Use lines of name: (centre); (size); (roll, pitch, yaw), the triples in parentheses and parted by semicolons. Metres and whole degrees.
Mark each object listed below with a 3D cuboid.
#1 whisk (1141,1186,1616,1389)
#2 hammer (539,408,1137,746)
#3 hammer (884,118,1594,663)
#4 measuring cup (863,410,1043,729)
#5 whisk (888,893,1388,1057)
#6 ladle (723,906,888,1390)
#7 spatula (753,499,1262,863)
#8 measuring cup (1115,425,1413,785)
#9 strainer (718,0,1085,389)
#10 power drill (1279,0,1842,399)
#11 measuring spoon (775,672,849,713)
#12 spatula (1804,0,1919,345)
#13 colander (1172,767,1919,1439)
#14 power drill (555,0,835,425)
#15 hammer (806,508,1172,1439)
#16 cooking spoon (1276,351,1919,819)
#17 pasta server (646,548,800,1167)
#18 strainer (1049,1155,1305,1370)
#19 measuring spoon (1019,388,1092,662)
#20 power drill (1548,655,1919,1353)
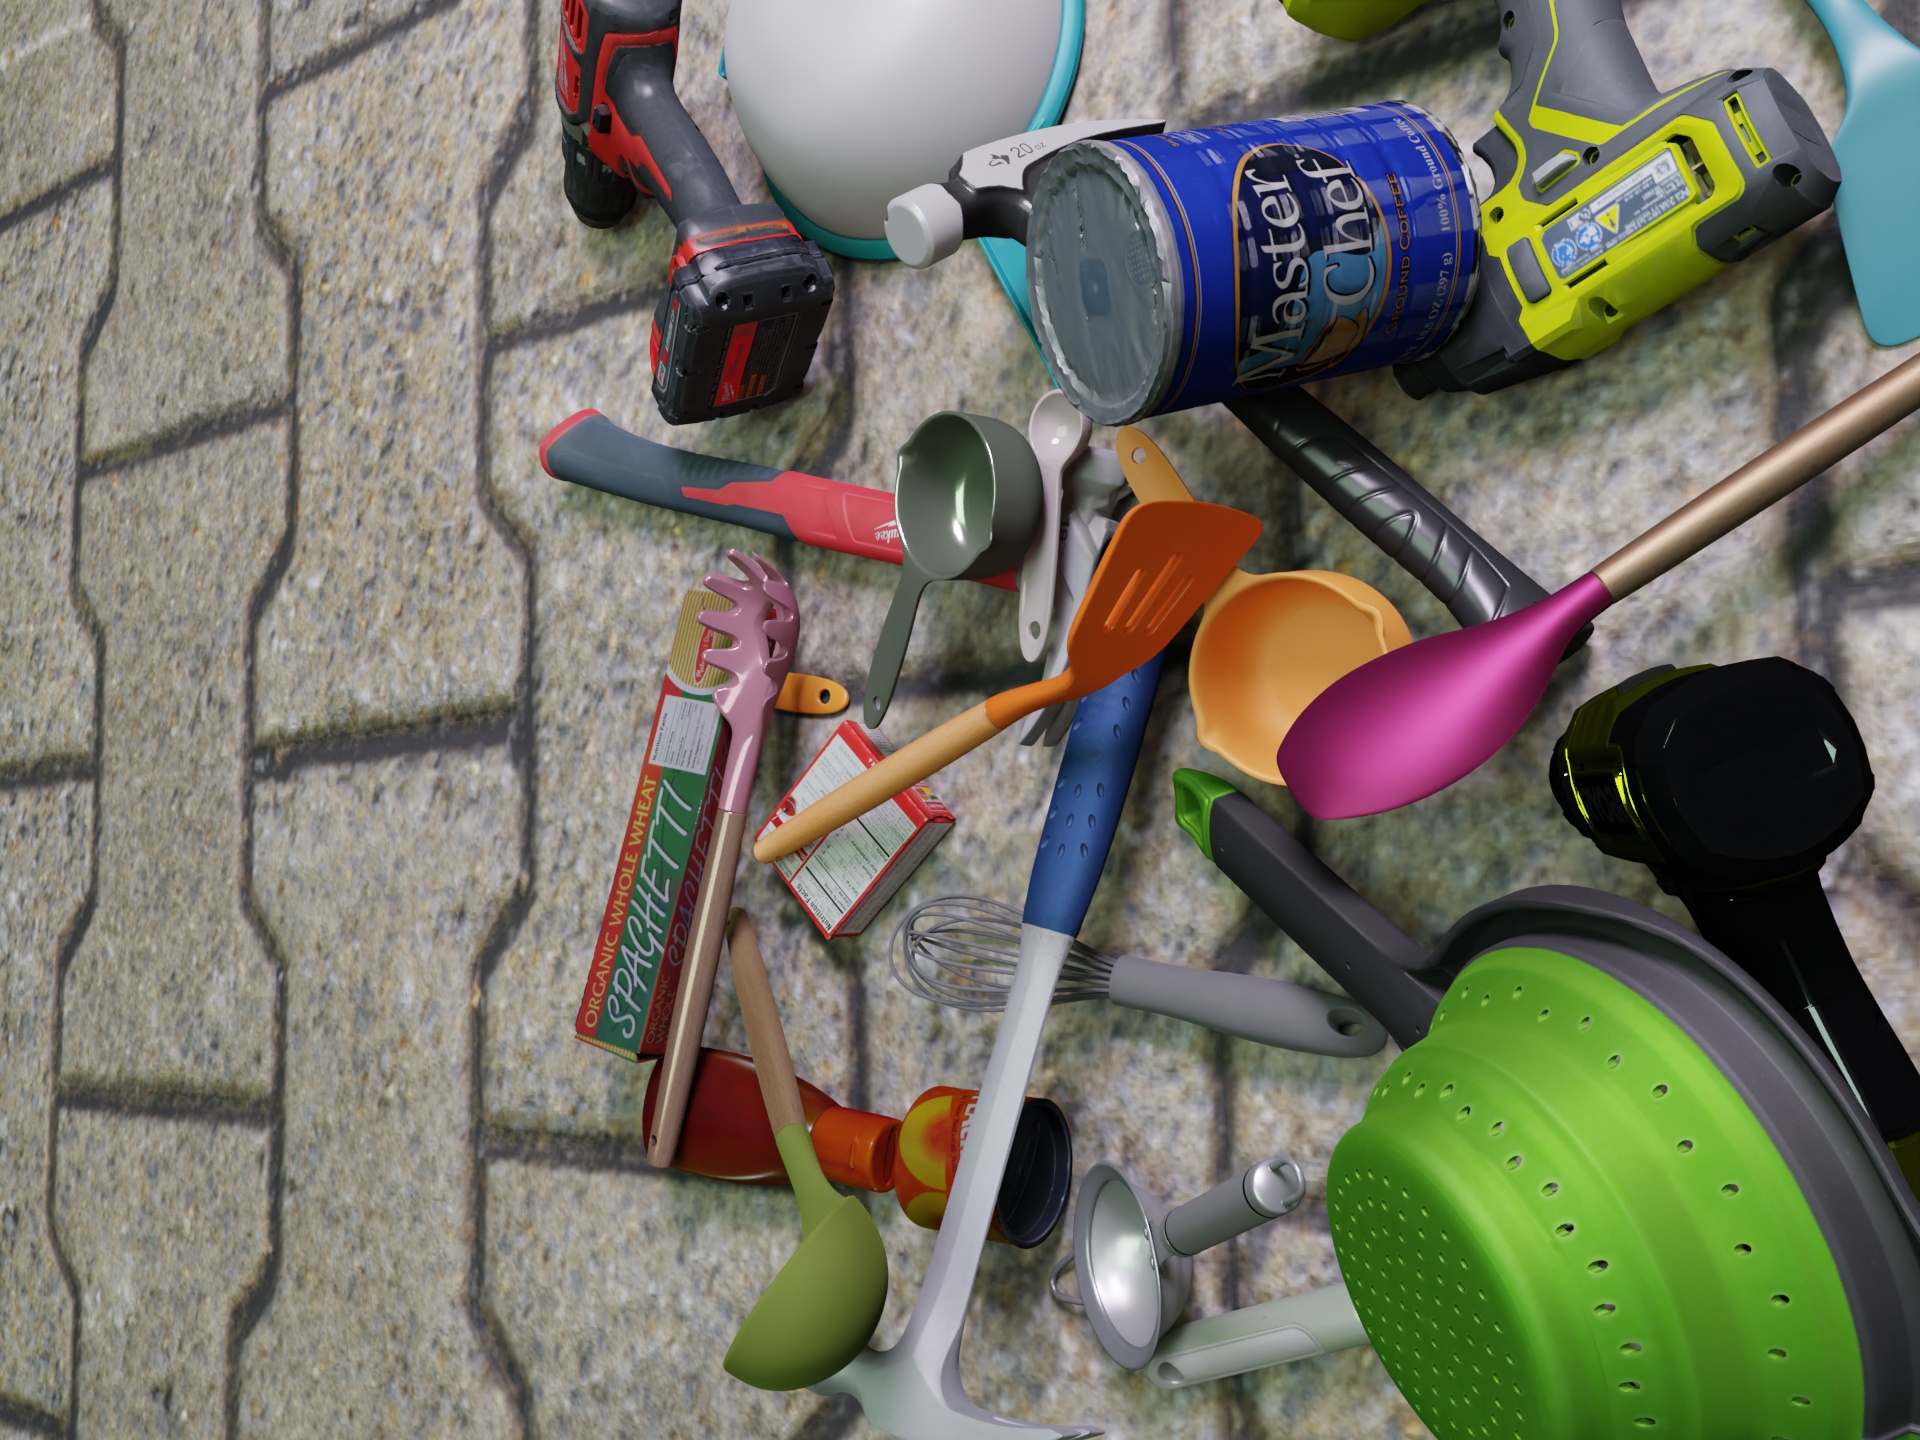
whisk: (0.172, 0.234, 0.635); (0.246, 0.059, 0.057); (-29, 103, 33)
hammer: (-0.090, -0.098, 0.846); (0.386, 0.038, 0.143); (16, 96, 34)
hammer: (0.129, -0.141, 0.674); (0.335, 0.146, 0.035); (46, 149, 17)
measuring cup: (-0.008, -0.065, 0.748); (0.083, 0.038, 0.167); (49, 131, 39)
whisk: (0.072, 0.119, 0.712); (0.239, 0.055, 0.055); (7, 89, 30)
ladle: (-0.091, 0.168, 0.719); (0.078, 0.062, 0.320); (-59, 26, 14)
spatula: (-0.001, -0.002, 0.710); (0.322, 0.081, 0.041); (-31, 67, 42)
measuring cup: (0.124, -0.055, 0.675); (0.095, 0.052, 0.174); (-40, 74, 32)
strainer: (-0.024, -0.298, 0.786); (0.211, 0.095, 0.341); (-36, 66, 26)
power drill: (0.213, -0.251, 0.629); (0.171, 0.080, 0.223); (-31, 71, 43)
measuring spoon: (-0.108, -0.018, 0.866); (0.117, 0.011, 0.021); (8, 90, 34)
spatula: (0.313, -0.294, 0.605); (0.082, 0.044, 0.318); (-30, 65, 29)
colander: (0.145, 0.126, 0.545); (0.397, 0.094, 0.204); (-133, 30, -55)
power drill: (-0.160, -0.273, 0.861); (0.227, 0.080, 0.187); (64, 155, 14)
hammer: (0.040, 0.102, 0.681); (0.144, 0.035, 0.405); (9, 77, 36)
cooking spoon: (0.253, -0.063, 0.574); (0.319, 0.017, 0.069); (-34, 44, 9)
pasta server: (-0.128, 0.072, 0.810); (0.060, 0.040, 0.316); (11, 90, 46)
strainer: (0.089, 0.206, 0.634); (0.258, 0.050, 0.087); (113, 150, -62)
measuring spoon: (0.043, -0.088, 0.726); (0.034, 0.018, 0.124); (18, 105, 47)
power drill: (0.264, 0.091, 0.521); (0.080, 0.190, 0.228); (-23, 84, 7)
